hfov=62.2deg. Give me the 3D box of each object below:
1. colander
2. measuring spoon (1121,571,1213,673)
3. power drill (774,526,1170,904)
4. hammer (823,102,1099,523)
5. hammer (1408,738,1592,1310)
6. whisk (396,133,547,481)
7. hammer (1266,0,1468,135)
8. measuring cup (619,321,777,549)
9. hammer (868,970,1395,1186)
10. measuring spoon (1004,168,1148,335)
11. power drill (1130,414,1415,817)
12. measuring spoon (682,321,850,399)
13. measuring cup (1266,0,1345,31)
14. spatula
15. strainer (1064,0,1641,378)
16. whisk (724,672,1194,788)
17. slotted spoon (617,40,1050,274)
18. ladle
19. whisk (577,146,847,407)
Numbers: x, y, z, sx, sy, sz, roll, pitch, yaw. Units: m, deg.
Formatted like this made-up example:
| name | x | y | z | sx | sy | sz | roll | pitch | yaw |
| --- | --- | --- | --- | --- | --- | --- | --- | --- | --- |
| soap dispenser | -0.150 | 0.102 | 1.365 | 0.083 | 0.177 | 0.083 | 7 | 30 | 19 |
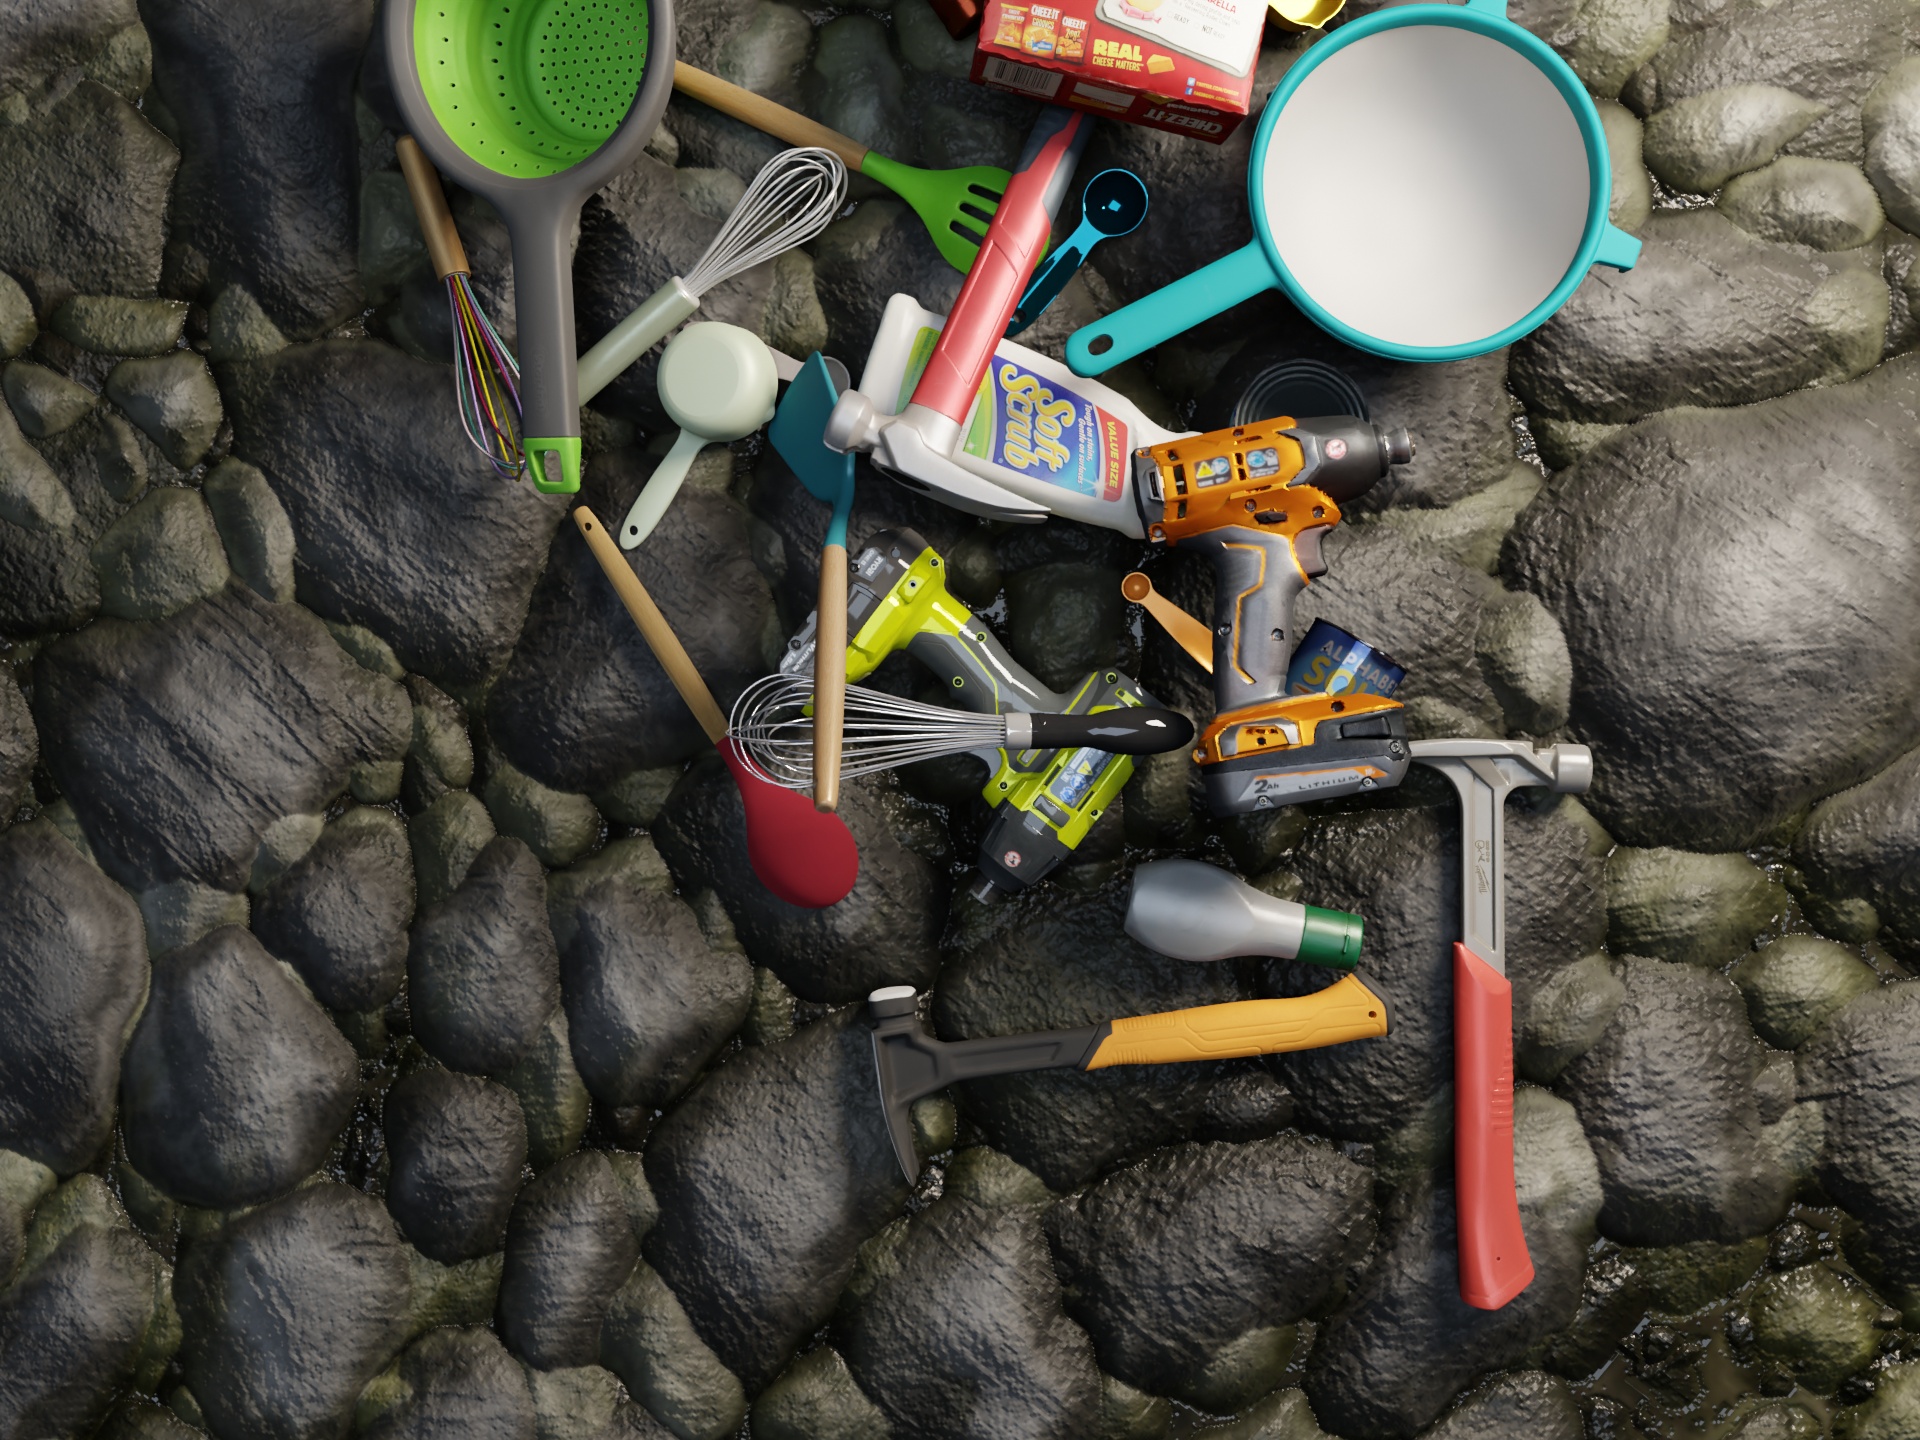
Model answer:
| name | x | y | z | sx | sy | sz | roll | pitch | yaw |
| --- | --- | --- | --- | --- | --- | --- | --- | --- | --- |
| colander | -0.252 | -0.347 | 1.022 | 0.204 | 0.094 | 0.397 | 3 | 101 | 18 |
| measuring spoon | 0.151 | -0.055 | 1.035 | 0.117 | 0.011 | 0.021 | 41 | 94 | -1 |
| power drill | -0.002 | -0.003 | 1.019 | 0.223 | 0.080 | 0.171 | 38 | 94 | 0 |
| hammer | 0.057 | -0.312 | 0.980 | 0.143 | 0.038 | 0.386 | 24 | 81 | -2 |
| hammer | 0.323 | 0.191 | 1.012 | 0.149 | 0.036 | 0.359 | -1 | 91 | 6 |
| whisk | -0.328 | -0.275 | 1.057 | 0.051 | 0.047 | 0.245 | -19 | 87 | 7 |
| hammer | 0.335 | -0.481 | 0.990 | 0.331 | 0.033 | 0.128 | -38 | 89 | 6 |
| measuring cup | -0.185 | -0.184 | 1.043 | 0.083 | 0.038 | 0.167 | 35 | 99 | 10 |
| hammer | 0.112 | 0.217 | 1.034 | 0.337 | 0.034 | 0.127 | -9 | 90 | 6 |
| measuring spoon | 0.072 | -0.301 | 1.033 | 0.042 | 0.021 | 0.128 | 43 | 104 | 2 |
| power drill | 0.198 | -0.067 | 0.931 | 0.164 | 0.084 | 0.226 | -11 | 84 | 11 |
| measuring spoon | -0.128 | -0.238 | 1.055 | 0.124 | 0.018 | 0.034 | 23 | 100 | 11 |
| measuring cup | 0.165 | -0.447 | 0.991 | 0.156 | 0.029 | 0.062 | -16 | 100 | -5 |
| spatula | -0.087 | -0.083 | 0.950 | 0.044 | 0.082 | 0.318 | 16 | 50 | -24 |
| strainer | 0.217 | -0.285 | 0.971 | 0.340 | 0.095 | 0.211 | -26 | 89 | 2 |
| whisk | 0.002 | 0.007 | 0.956 | 0.284 | 0.070 | 0.070 | 0 | 92 | -6 |
| slotted spoon | -0.086 | -0.374 | 1.038 | 0.314 | 0.031 | 0.070 | 27 | 97 | 5 |
| ladle | -0.170 | -0.010 | 1.059 | 0.069 | 0.031 | 0.315 | -34 | 87 | 6 |
| whisk | -0.172 | -0.284 | 1.036 | 0.246 | 0.059 | 0.058 | -37 | 55 | 12 |
